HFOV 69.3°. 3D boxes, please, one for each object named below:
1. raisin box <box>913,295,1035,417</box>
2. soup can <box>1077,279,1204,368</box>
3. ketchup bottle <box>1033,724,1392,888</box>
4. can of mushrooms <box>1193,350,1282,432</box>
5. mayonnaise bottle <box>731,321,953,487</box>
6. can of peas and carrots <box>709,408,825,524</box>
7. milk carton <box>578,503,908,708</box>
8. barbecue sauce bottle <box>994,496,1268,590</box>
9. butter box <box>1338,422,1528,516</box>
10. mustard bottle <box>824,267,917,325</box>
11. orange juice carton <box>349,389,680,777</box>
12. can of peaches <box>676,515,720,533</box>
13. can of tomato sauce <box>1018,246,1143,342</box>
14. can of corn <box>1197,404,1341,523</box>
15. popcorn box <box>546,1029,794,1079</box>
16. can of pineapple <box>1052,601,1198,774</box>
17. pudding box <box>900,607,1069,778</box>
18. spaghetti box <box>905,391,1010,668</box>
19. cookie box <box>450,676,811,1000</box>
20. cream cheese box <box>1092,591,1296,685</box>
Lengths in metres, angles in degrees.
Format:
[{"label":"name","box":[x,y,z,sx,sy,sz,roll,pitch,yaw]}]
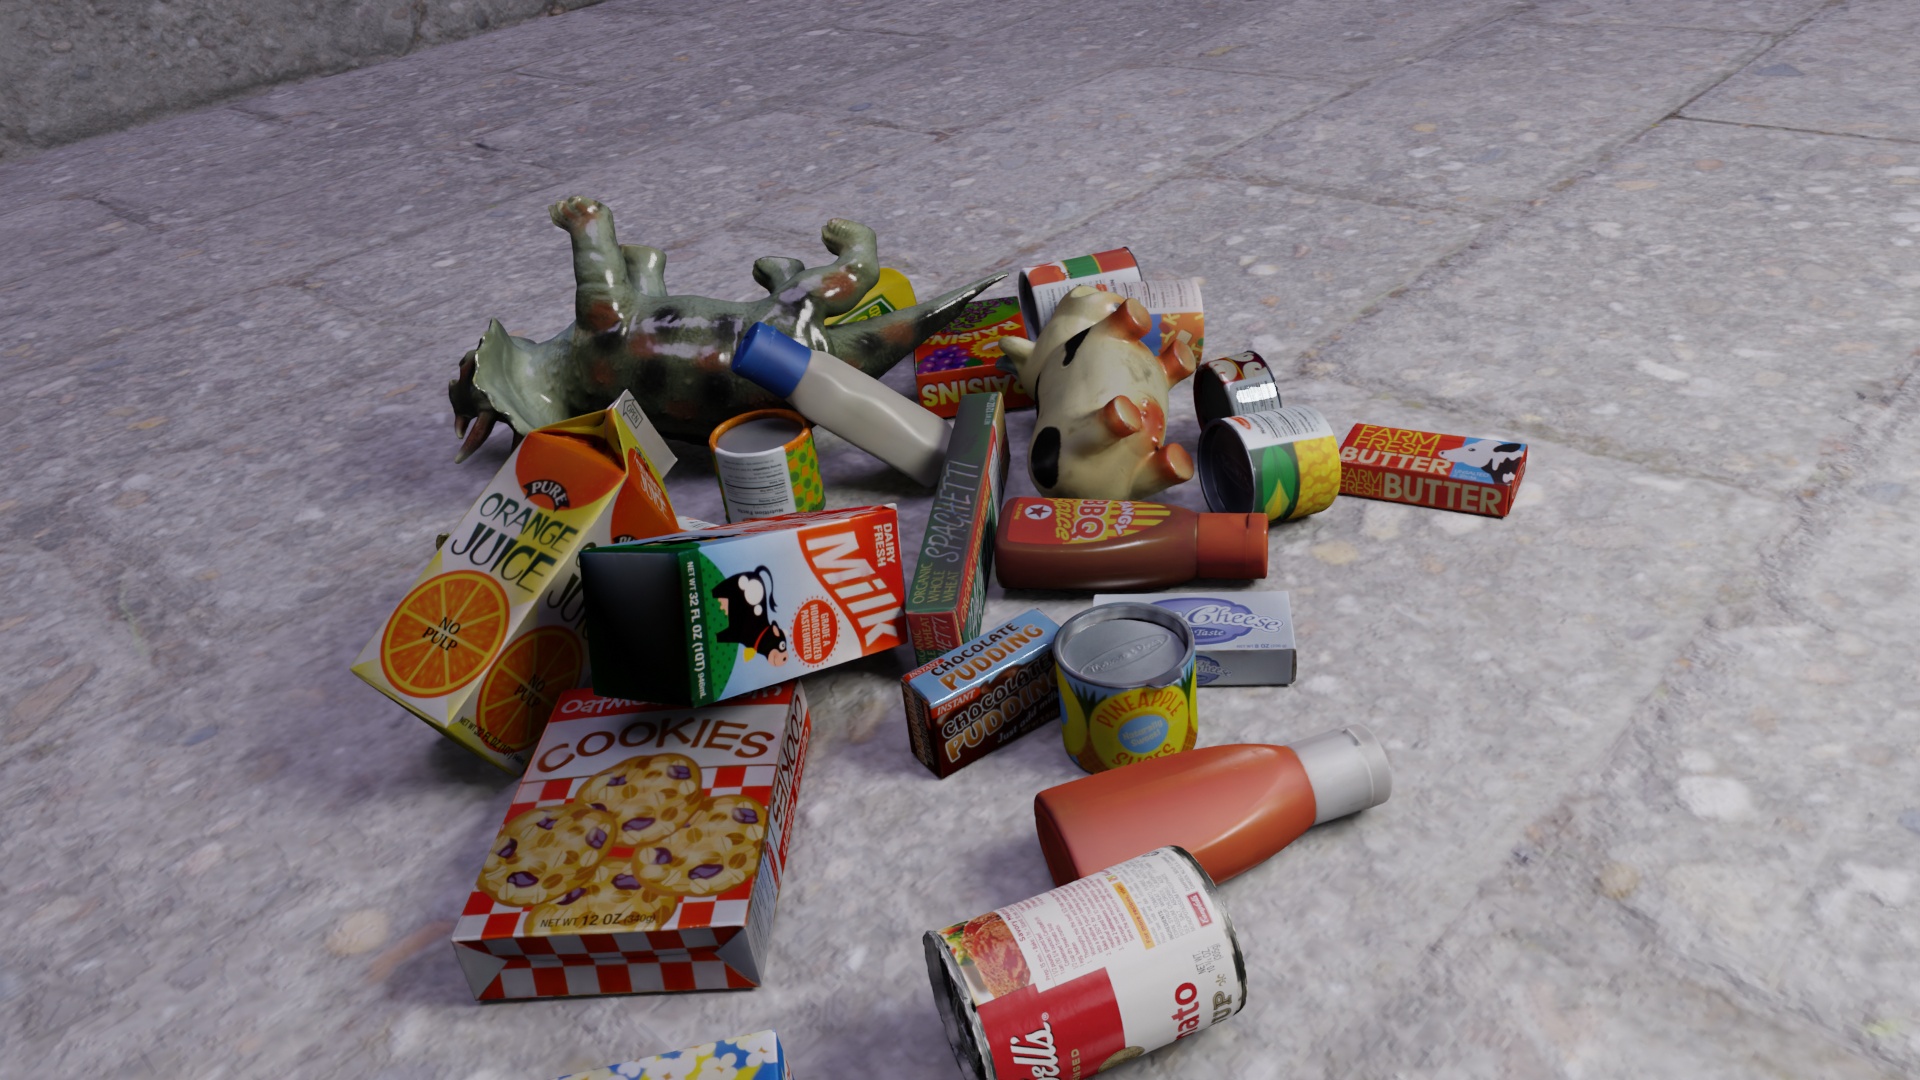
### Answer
[{"label":"raisin box","box":[0.008,-0.136,1.027,0.086,0.040,0.124,-7,30,1]},{"label":"soup can","box":[0.128,-0.151,0.999,0.084,0.071,0.072,-3,31,-1]},{"label":"ketchup bottle","box":[0.110,0.115,0.594,0.149,0.043,0.065,-15,33,-11]},{"label":"can of mushrooms","box":[0.175,-0.085,0.884,0.033,0.070,0.071,-15,32,-10]},{"label":"mayonnaise bottle","box":[-0.073,-0.088,0.886,0.148,0.041,0.065,28,19,-22]},{"label":"can of peas and carrots","box":[-0.123,-0.046,0.892,0.071,0.058,0.071,-5,32,3]},{"label":"milk carton","box":[-0.090,0.026,0.698,0.073,0.072,0.191,0,7,38]},{"label":"barbecue sauce bottle","box":[0.097,0.002,0.780,0.148,0.043,0.065,1,32,14]},{"label":"butter box","box":[0.280,-0.043,0.831,0.103,0.024,0.053,10,35,27]},{"label":"mustard bottle","box":[-0.106,-0.153,1.061,0.161,0.065,0.049,-32,40,-23]},{"label":"orange juice carton","box":[-0.214,0.015,0.720,0.073,0.071,0.193,22,69,25]},{"label":"can of peaches","box":[-0.141,0.026,0.776,0.058,0.071,0.071,12,37,28]},{"label":"can of tomato sauce","box":[0.092,-0.184,1.060,0.083,0.070,0.071,-13,32,-7]},{"label":"can of corn","box":[0.179,-0.041,0.810,0.058,0.070,0.071,-11,31,-16]},{"label":"popcorn box","box":[-0.118,0.225,0.473,0.127,0.038,0.085,-11,31,-5]},{"label":"can of pineapple","box":[0.079,0.072,0.657,0.071,0.057,0.071,-6,32,4]},{"label":"pudding box","box":[0.014,0.073,0.677,0.084,0.049,0.030,-25,37,-26]},{"label":"spaghetti box","box":[0.003,-0.010,0.814,0.029,0.050,0.251,-4,32,10]},{"label":"cookie box","box":[-0.141,0.127,0.633,0.123,0.040,0.168,-4,31,5]},{"label":"cream cheese box","box":[0.118,0.050,0.716,0.104,0.024,0.054,-2,31,9]}]
